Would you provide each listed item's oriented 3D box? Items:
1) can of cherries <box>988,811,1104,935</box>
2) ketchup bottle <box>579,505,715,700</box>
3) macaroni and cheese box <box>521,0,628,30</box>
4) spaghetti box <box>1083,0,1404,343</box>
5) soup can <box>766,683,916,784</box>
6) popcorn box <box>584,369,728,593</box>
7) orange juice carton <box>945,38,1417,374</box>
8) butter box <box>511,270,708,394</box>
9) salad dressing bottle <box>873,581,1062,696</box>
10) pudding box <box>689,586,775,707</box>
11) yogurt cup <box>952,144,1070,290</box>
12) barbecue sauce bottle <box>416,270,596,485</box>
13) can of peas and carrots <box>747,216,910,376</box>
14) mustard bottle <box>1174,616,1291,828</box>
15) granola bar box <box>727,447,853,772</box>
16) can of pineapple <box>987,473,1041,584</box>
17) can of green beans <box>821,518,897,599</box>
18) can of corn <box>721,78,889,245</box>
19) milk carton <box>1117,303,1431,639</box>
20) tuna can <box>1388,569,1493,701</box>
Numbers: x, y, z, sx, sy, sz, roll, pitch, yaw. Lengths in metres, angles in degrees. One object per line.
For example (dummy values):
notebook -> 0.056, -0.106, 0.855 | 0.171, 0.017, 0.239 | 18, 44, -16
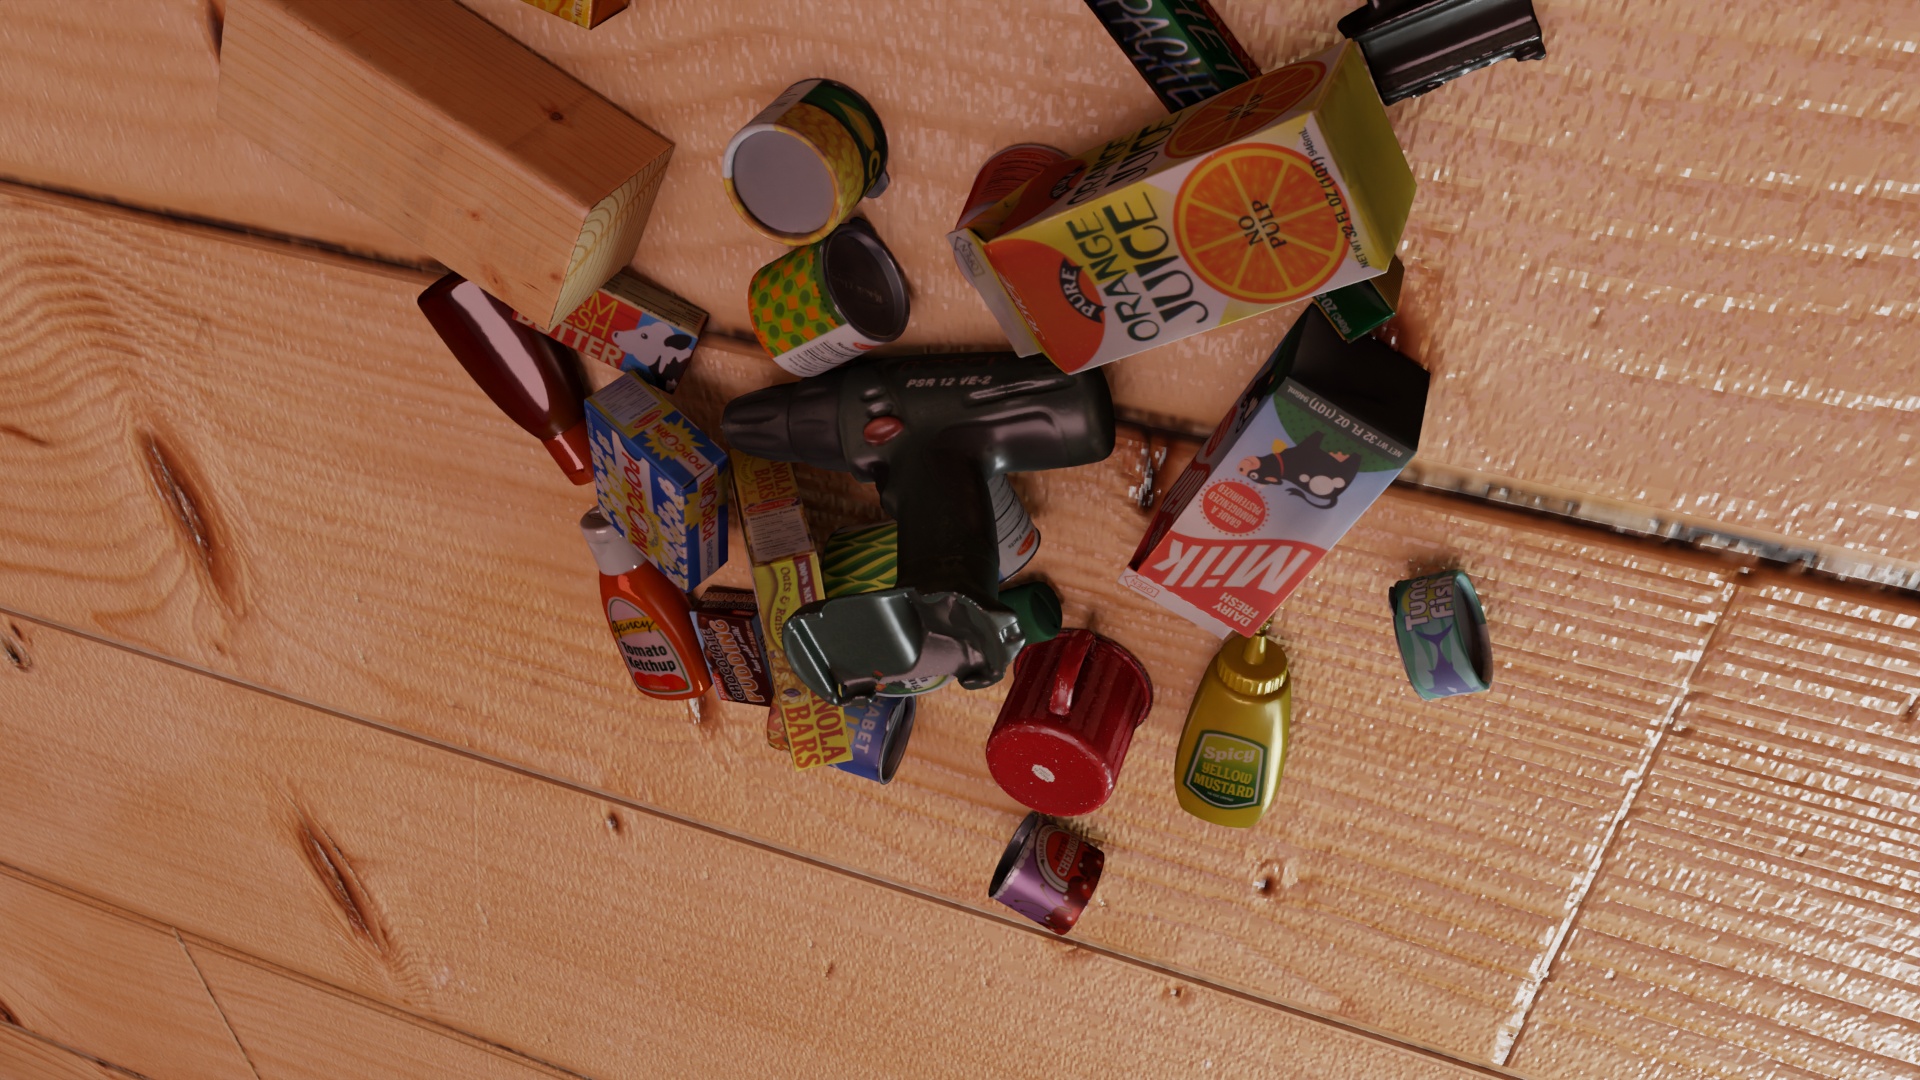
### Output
can of cherries -> 0.061, 0.231, 0.967 | 0.058, 0.072, 0.071 | 30, 133, -1
ketchup bottle -> -0.218, 0.042, 0.956 | 0.065, 0.044, 0.148 | 2, 126, 25
macaroni and cheese box -> -0.236, -0.337, 0.661 | 0.166, 0.040, 0.123 | 24, 132, 5
spaghetti box -> 0.113, -0.196, 0.611 | 0.028, 0.050, 0.249 | -30, 110, 37
soup can -> -0.080, 0.120, 0.940 | 0.084, 0.072, 0.071 | 16, 131, 13
popcorn box -> -0.184, -0.033, 0.848 | 0.085, 0.038, 0.126 | 41, 151, 16
orange juice carton -> 0.084, -0.132, 0.592 | 0.192, 0.073, 0.071 | -14, 121, 37
butter box -> -0.205, -0.131, 0.812 | 0.103, 0.024, 0.052 | 25, 133, -12
salad dressing bottle -> -0.006, 0.060, 0.875 | 0.147, 0.044, 0.064 | -19, 116, 34
pudding box -> -0.151, 0.074, 0.960 | 0.049, 0.030, 0.083 | 6, 128, 21
yogurt cup -> 0.030, -0.152, 0.681 | 0.072, 0.054, 0.072 | 12, 130, 14
barbecue sauce bottle -> -0.267, -0.102, 0.862 | 0.065, 0.044, 0.148 | -17, 119, 26
can of peas and carrots -> -0.071, -0.129, 0.739 | 0.058, 0.071, 0.070 | -19, 117, 35
mustard bottle -> 0.166, 0.104, 0.829 | 0.065, 0.049, 0.159 | 12, 131, 13
granola bar box -> -0.105, 0.040, 0.850 | 0.039, 0.125, 0.164 | -12, 127, -8
can of pineapple -> 0.003, -0.010, 0.799 | 0.071, 0.071, 0.057 | -14, 119, 32
can of green beans -> -0.042, 0.020, 0.843 | 0.058, 0.071, 0.071 | -10, 122, 30
can of corn -> -0.076, -0.188, 0.697 | 0.071, 0.058, 0.070 | 13, 131, 15
milk carton -> 0.154, -0.020, 0.718 | 0.072, 0.074, 0.189 | 30, 133, -1
tuna can -> 0.254, 0.048, 0.733 | 0.032, 0.071, 0.071 | -16, 119, 32
